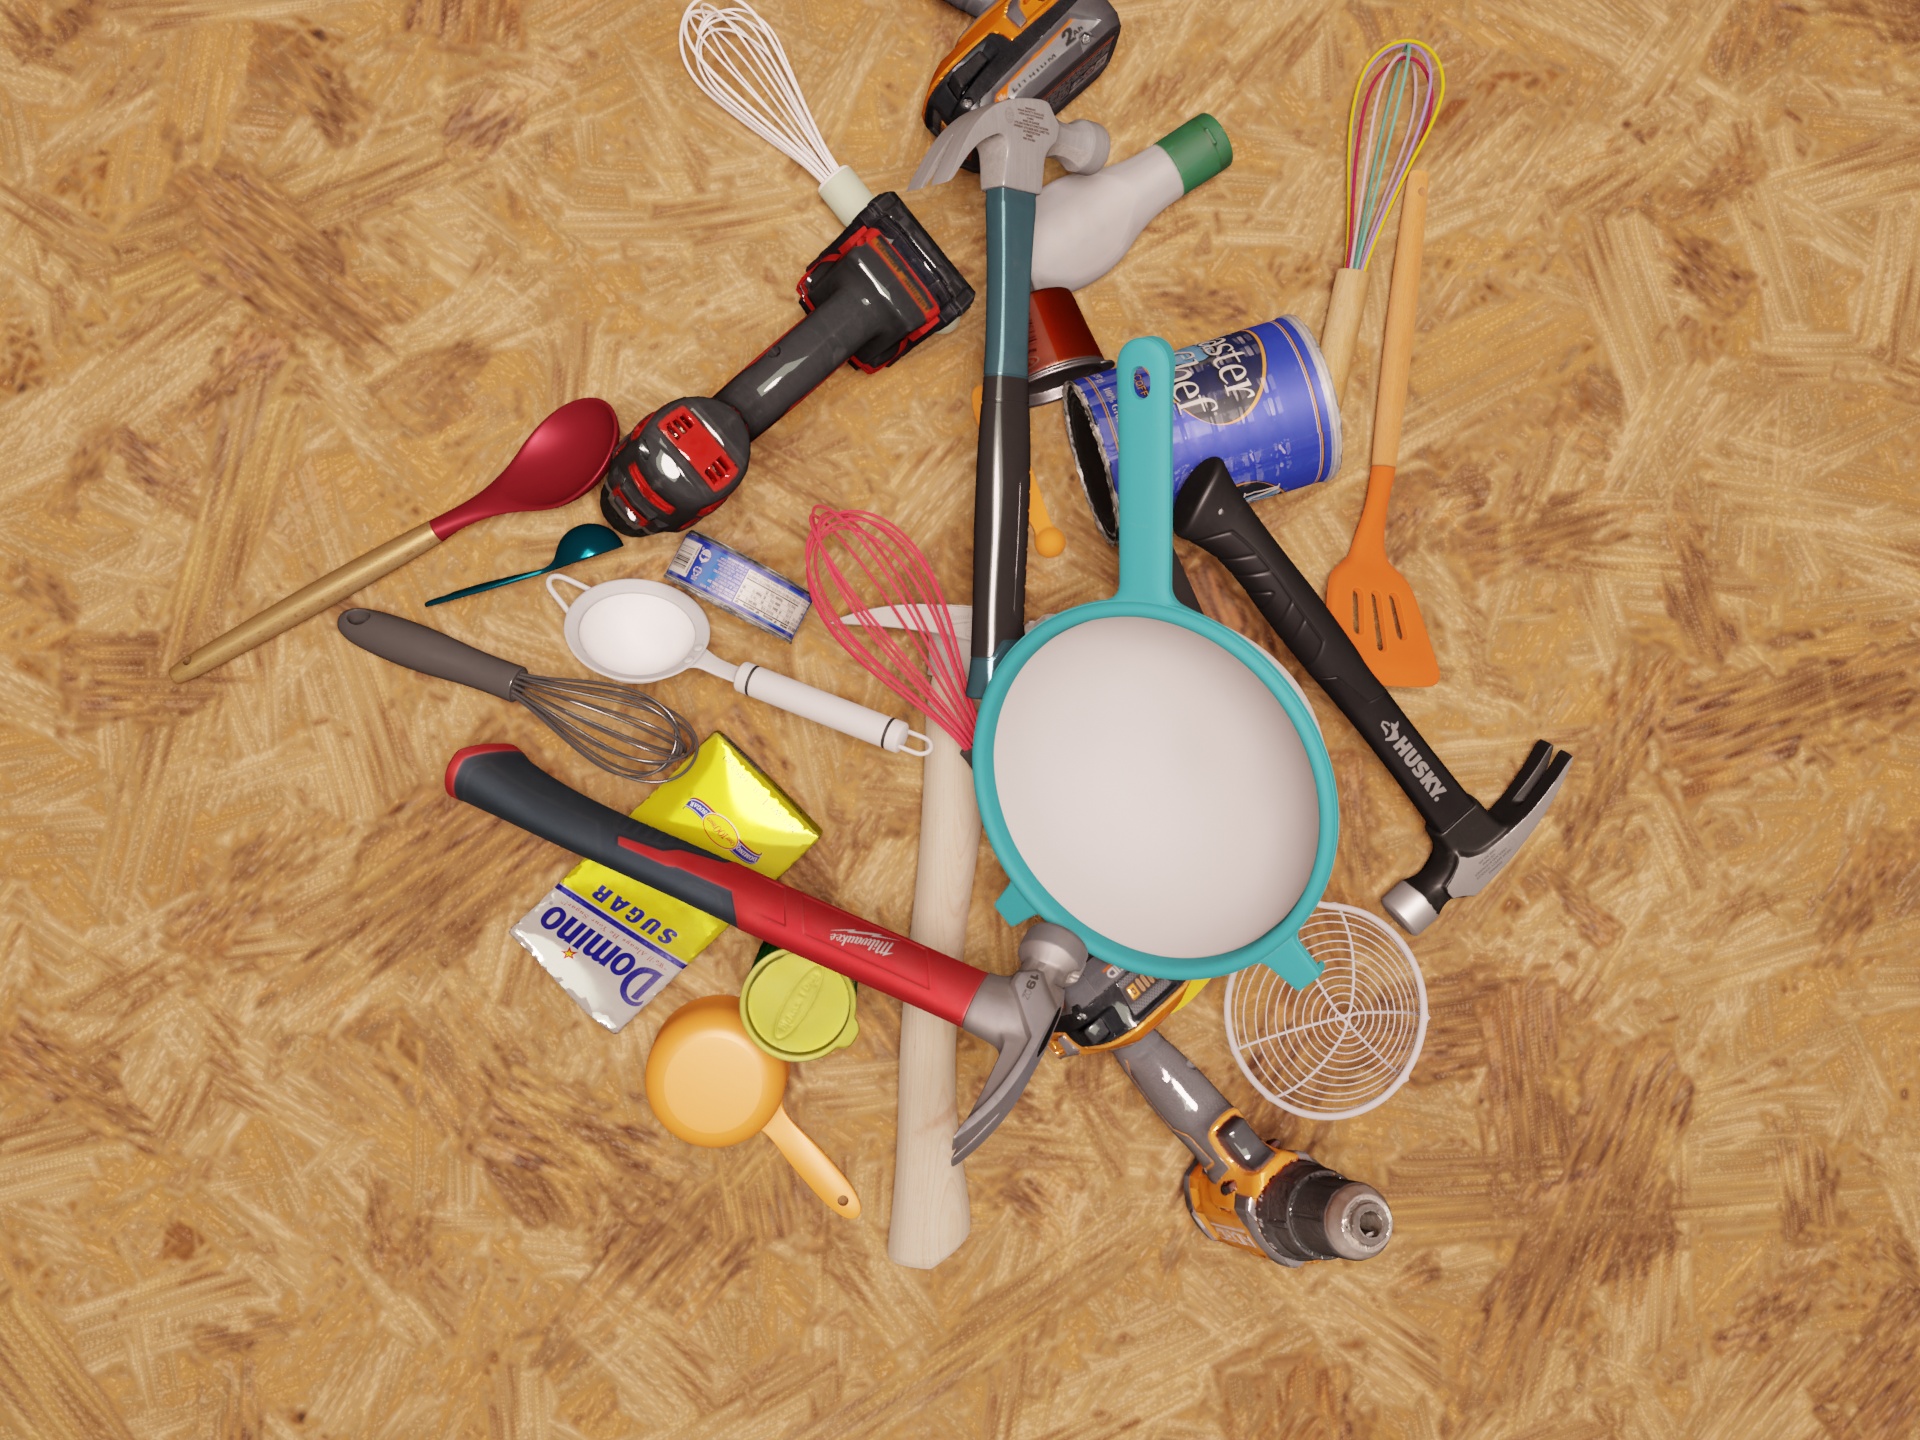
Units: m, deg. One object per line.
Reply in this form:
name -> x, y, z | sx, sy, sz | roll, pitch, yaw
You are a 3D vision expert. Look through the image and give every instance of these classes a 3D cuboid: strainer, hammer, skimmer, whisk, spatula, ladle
strainer -> -0.134, -0.025, 0.945 | 0.258, 0.050, 0.087 | 21, 47, 14
hammer -> -0.132, 0.108, 0.886 | 0.386, 0.038, 0.143 | 21, 50, 15
skimmer -> 0.166, 0.058, 0.926 | 0.127, 0.090, 0.363 | -16, 106, 30
hammer -> 0.026, -0.177, 0.889 | 0.128, 0.033, 0.331 | -3, 96, -42
hammer -> 0.236, -0.025, 0.943 | 0.146, 0.035, 0.334 | -42, 113, 1
hammer -> -0.023, 0.133, 0.988 | 0.146, 0.038, 0.410 | 5, 92, -2
whisk -> -0.268, -0.019, 0.952 | 0.239, 0.055, 0.055 | 21, 91, 8
whisk -> 0.252, -0.298, 0.983 | 0.047, 0.051, 0.245 | 11, 95, -9
whisk -> -0.001, -0.003, 0.937 | 0.073, 0.073, 0.295 | -34, 97, -1
spatula -> 0.271, -0.182, 0.988 | 0.081, 0.041, 0.322 | 6, 91, -16
ladle -> -0.340, -0.102, 0.963 | 0.315, 0.031, 0.069 | -29, 58, 1
strainer -> 0.115, -0.034, 0.851 | 0.211, 0.095, 0.340 | 8, 110, 32
whisk -> -0.083, -0.334, 0.964 | 0.059, 0.058, 0.246 | -35, 98, 33

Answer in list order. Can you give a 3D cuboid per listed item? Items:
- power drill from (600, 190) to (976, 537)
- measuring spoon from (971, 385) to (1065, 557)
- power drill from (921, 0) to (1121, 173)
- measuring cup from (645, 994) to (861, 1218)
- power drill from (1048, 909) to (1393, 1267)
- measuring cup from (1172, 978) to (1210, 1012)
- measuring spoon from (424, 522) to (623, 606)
power drill -> -0.115, -0.189, 0.919 | 0.227, 0.188, 0.080 | -46, 104, -18
measuring spoon -> 0.036, -0.155, 0.990 | 0.021, 0.011, 0.117 | -25, 93, -2
power drill -> -0.034, -0.439, 0.940 | 0.164, 0.084, 0.226 | -42, 90, -5
measuring cup -> -0.122, 0.248, 0.977 | 0.095, 0.052, 0.173 | -42, 92, -1
power drill -> 0.144, 0.222, 0.927 | 0.084, 0.185, 0.226 | -38, 91, -19
measuring cup -> 0.172, 0.121, 1.007 | 0.062, 0.029, 0.156 | 34, 102, -12
measuring spoon -> -0.268, -0.096, 0.965 | 0.128, 0.042, 0.021 | -16, 99, 5
